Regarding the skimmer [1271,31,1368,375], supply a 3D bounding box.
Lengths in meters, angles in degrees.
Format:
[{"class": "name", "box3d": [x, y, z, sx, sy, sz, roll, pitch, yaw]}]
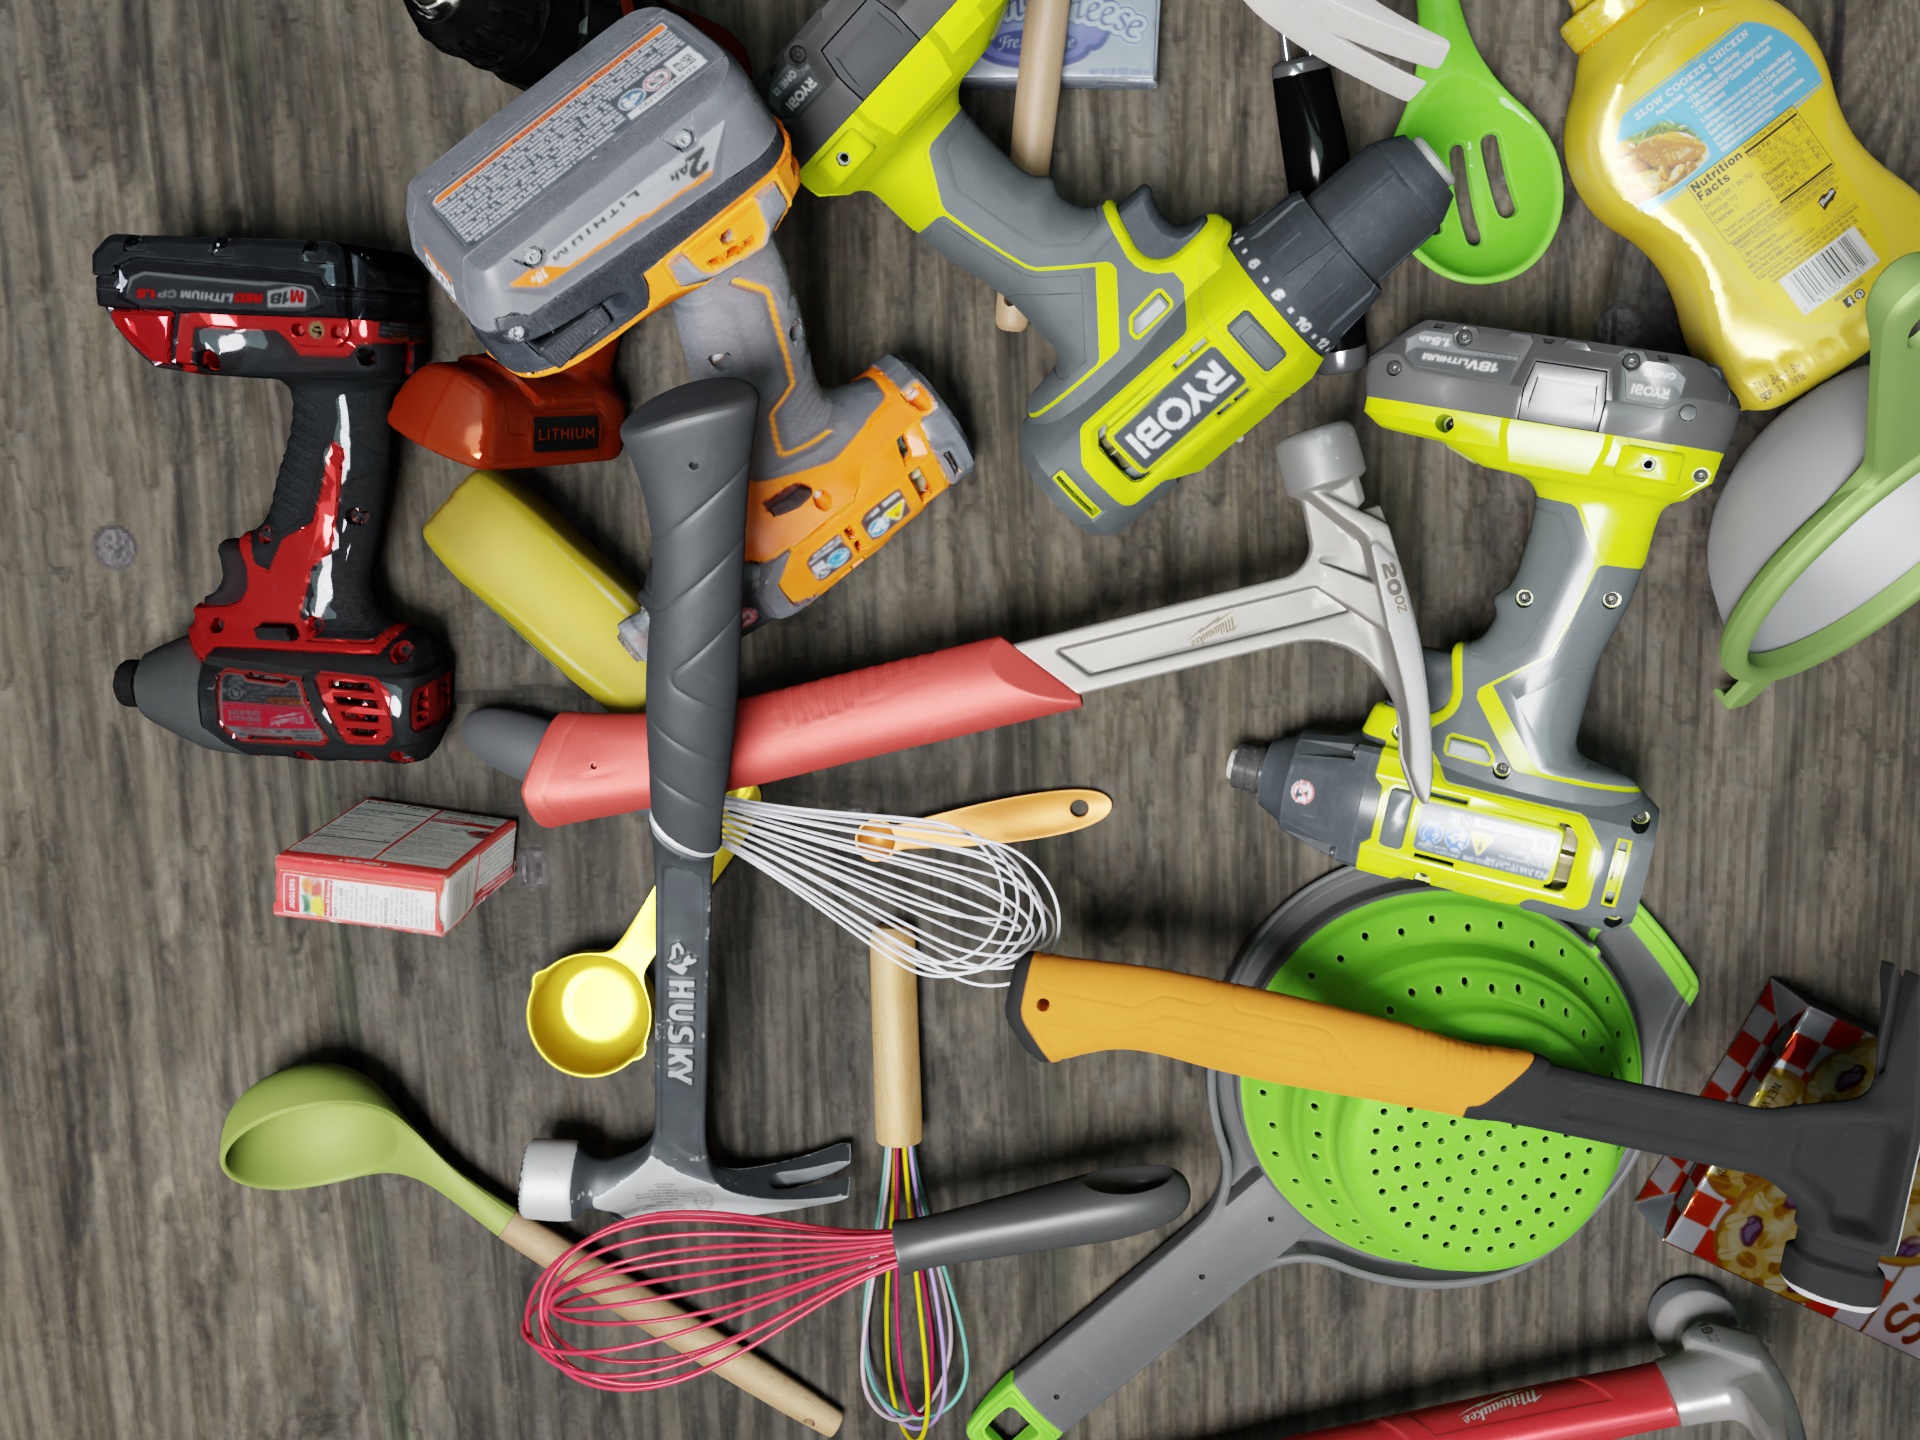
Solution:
[{"class": "skimmer", "box3d": [0.117, -0.323, 0.634, 0.127, 0.090, 0.363, -15, 109, -5]}]

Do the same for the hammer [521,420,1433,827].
[{"class": "hammer", "box3d": [-0.001, -0.002, 0.636, 0.359, 0.037, 0.149, -14, 92, 9]}]

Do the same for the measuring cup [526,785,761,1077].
[{"class": "measuring cup", "box3d": [-0.138, 0.093, 0.730, 0.062, 0.029, 0.156, 36, 88, 0]}]

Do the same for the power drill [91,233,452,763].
[{"class": "power drill", "box3d": [-0.296, -0.091, 0.681, 0.143, 0.078, 0.219, 3, 103, 4]}]

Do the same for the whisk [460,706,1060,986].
[{"class": "whisk", "box3d": [-0.092, 0.048, 0.691, 0.284, 0.070, 0.070, 19, 101, 11]}]

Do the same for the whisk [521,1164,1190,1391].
[{"class": "whisk", "box3d": [-0.046, 0.233, 0.688, 0.296, 0.073, 0.073, -12, 99, 2]}]

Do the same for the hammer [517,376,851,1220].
[{"class": "hammer", "box3d": [-0.104, 0.060, 0.627, 0.149, 0.036, 0.408, 4, 124, -6]}]

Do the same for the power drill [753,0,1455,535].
[{"class": "power drill", "box3d": [0.053, -0.205, 0.602, 0.190, 0.080, 0.228, -40, 109, 23]}]

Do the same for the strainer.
[{"class": "strainer", "box3d": [0.320, -0.105, 0.577, 0.151, 0.256, 0.069, -38, 58, 11]}]

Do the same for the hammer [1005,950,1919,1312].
[{"class": "hammer", "box3d": [0.185, 0.127, 0.610, 0.337, 0.034, 0.127, 9, 94, 9]}]

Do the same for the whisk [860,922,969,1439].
[{"class": "whisk", "box3d": [-0.025, 0.215, 0.731, 0.051, 0.047, 0.245, -1, 97, 5]}]

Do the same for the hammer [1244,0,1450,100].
[{"class": "hammer", "box3d": [0.248, -0.306, 0.580, 0.331, 0.031, 0.130, -12, 80, -11]}]

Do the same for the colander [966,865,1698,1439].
[{"class": "colander", "box3d": [0.152, 0.219, 0.692, 0.397, 0.094, 0.204, -43, 95, 9]}]

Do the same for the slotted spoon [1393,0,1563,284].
[{"class": "slotted spoon", "box3d": [0.185, -0.330, 0.630, 0.070, 0.031, 0.313, -10, 97, 5]}]

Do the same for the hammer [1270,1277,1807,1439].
[{"class": "hammer", "box3d": [0.163, 0.336, 0.700, 0.386, 0.143, 0.038, -17, 96, 11]}]

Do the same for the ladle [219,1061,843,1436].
[{"class": "ladle", "box3d": [-0.195, 0.258, 0.743, 0.320, 0.062, 0.078, 34, 124, -5]}]

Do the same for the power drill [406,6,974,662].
[{"class": "power drill", "box3d": [-0.099, -0.119, 0.588, 0.164, 0.226, 0.084, -40, 54, -4]}]

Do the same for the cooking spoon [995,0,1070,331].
[{"class": "cooking spoon", "box3d": [0.037, -0.308, 0.606, 0.069, 0.017, 0.318, 11, 116, 9]}]

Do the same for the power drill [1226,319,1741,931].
[{"class": "power drill", "box3d": [0.208, -0.041, 0.645, 0.171, 0.080, 0.223, 14, 104, 21]}]

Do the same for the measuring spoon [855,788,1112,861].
[{"class": "measuring spoon", "box3d": [0.010, 0.046, 0.717, 0.117, 0.011, 0.021, -9, 100, 2]}]
